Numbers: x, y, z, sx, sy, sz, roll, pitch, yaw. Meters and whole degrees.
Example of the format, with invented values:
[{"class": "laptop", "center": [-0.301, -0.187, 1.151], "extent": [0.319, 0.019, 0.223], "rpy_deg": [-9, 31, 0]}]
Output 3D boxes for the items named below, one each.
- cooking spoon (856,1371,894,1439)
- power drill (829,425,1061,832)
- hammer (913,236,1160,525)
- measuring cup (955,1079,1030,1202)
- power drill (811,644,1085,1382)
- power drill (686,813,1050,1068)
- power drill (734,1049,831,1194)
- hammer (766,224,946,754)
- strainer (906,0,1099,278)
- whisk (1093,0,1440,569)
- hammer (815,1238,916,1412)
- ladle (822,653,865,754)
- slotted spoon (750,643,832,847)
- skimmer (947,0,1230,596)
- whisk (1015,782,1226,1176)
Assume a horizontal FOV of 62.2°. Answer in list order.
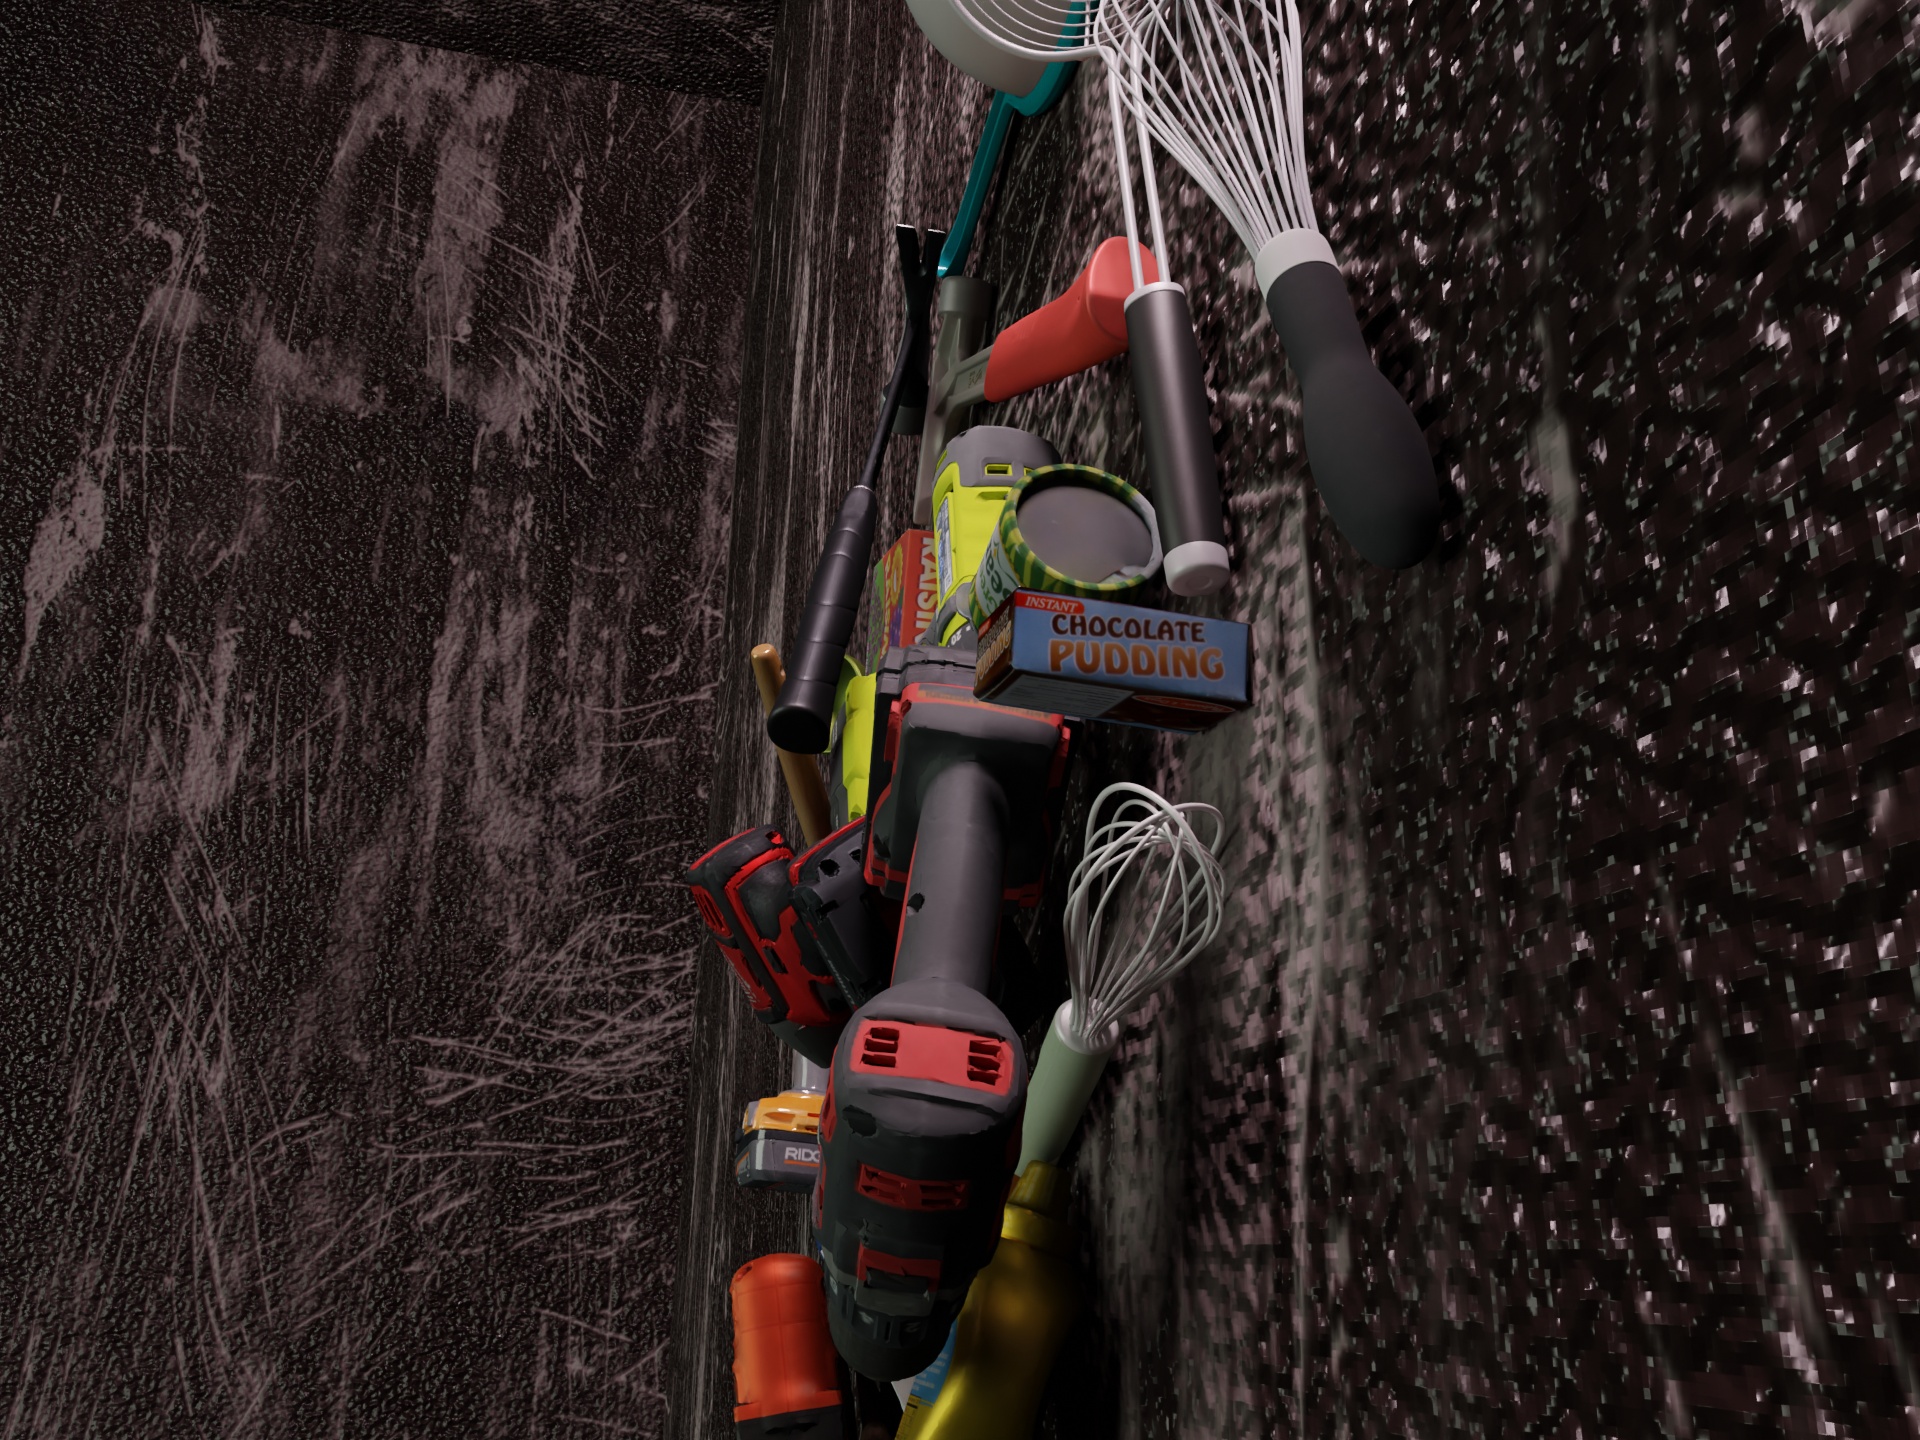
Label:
[{"class": "cooking spoon", "center": [-0.042, 0.370, 0.815], "extent": [0.318, 0.017, 0.069], "rpy_deg": [101, 161, -70]}, {"class": "power drill", "center": [-0.001, -0.002, 0.775], "extent": [0.228, 0.080, 0.191], "rpy_deg": [117, 155, -52]}, {"class": "hammer", "center": [0.029, -0.173, 0.803], "extent": [0.359, 0.036, 0.149], "rpy_deg": [-152, 68, -76]}, {"class": "measuring cup", "center": [-0.008, 0.235, 0.744], "extent": [0.095, 0.052, 0.173], "rpy_deg": [-99, 21, -47]}, {"class": "power drill", "center": [-0.009, 0.104, 0.567], "extent": [0.227, 0.080, 0.187], "rpy_deg": [-82, 0, -46]}, {"class": "power drill", "center": [-0.054, 0.115, 0.766], "extent": [0.143, 0.078, 0.219], "rpy_deg": [62, 154, -5]}, {"class": "power drill", "center": [-0.106, 0.216, 1.128], "extent": [0.185, 0.084, 0.226], "rpy_deg": [127, 151, -67]}, {"class": "hammer", "center": [-0.051, -0.130, 0.881], "extent": [0.409, 0.036, 0.149], "rpy_deg": [-80, -2, -48]}, {"class": "strainer", "center": [0.001, -0.397, 0.887], "extent": [0.340, 0.095, 0.211], "rpy_deg": [112, 159, -47]}, {"class": "whisk", "center": [0.094, -0.156, 0.483], "extent": [0.070, 0.070, 0.285], "rpy_deg": [113, 154, -52]}, {"class": "hammer", "center": [-0.045, 0.306, 0.842], "extent": [0.405, 0.035, 0.144], "rpy_deg": [143, 104, -78]}, {"class": "ladle", "center": [-0.076, -0.002, 1.078], "extent": [0.320, 0.062, 0.078], "rpy_deg": [-148, 68, -80]}, {"class": "slotted spoon", "center": [-0.069, 0.093, 0.899], "extent": [0.070, 0.031, 0.313], "rpy_deg": [-85, -16, -57]}, {"class": "skimmer", "center": [0.052, -0.221, 0.600], "extent": [0.127, 0.090, 0.364], "rpy_deg": [-18, 62, 28]}, {"class": "whisk", "center": [0.047, 0.107, 0.585], "extent": [0.059, 0.058, 0.246], "rpy_deg": [48, 146, 27]}]
